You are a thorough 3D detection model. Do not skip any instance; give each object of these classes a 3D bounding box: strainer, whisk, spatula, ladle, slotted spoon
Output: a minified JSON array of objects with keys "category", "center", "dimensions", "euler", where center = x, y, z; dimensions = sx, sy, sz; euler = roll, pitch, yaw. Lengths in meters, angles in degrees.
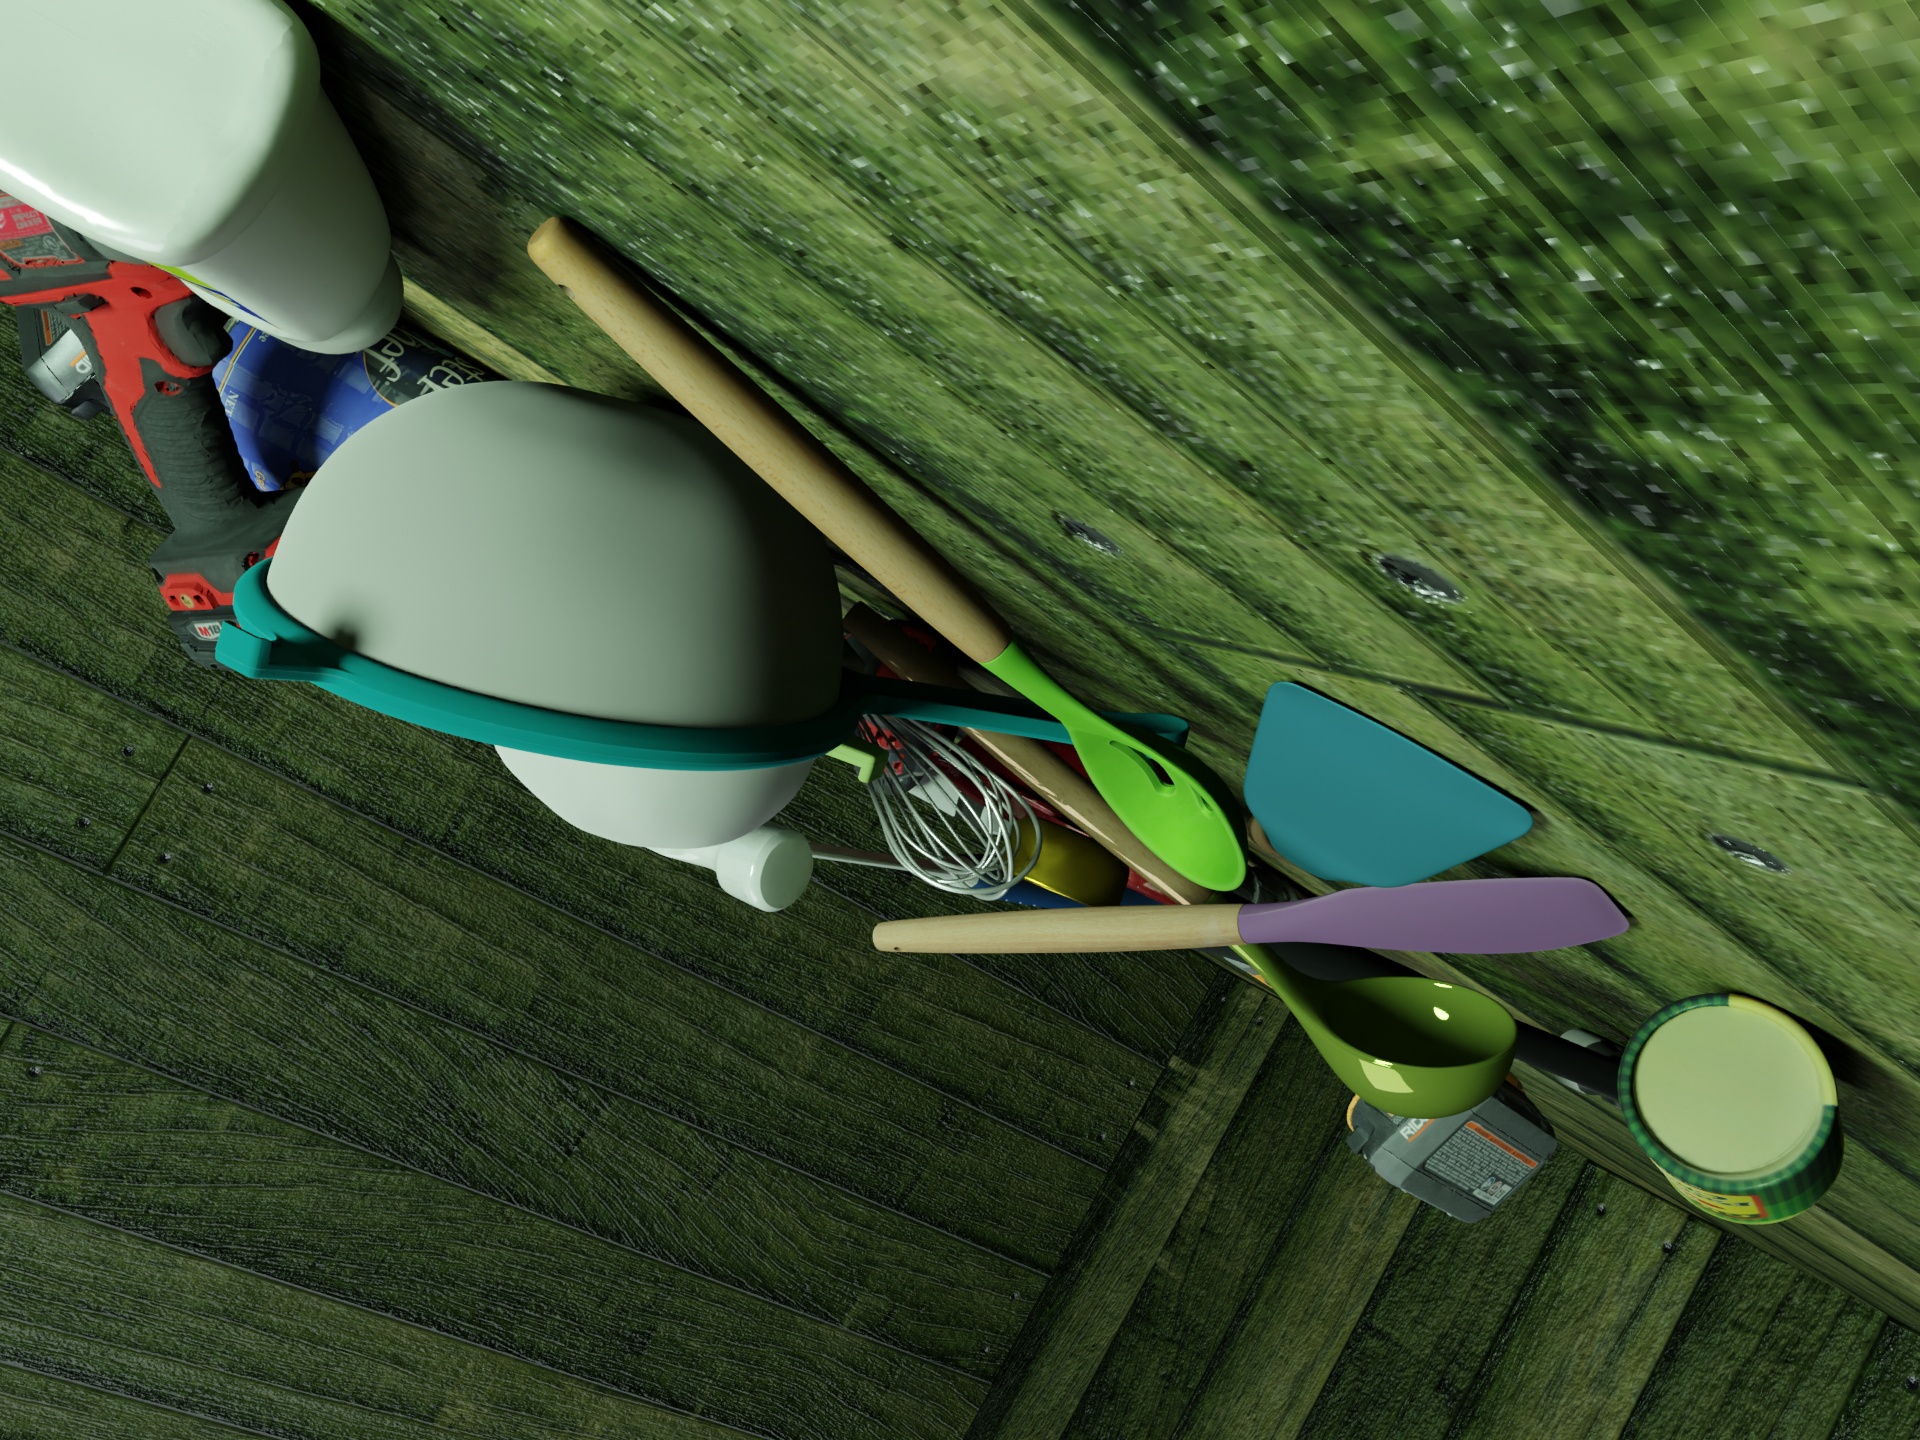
[{"category":"strainer","center":[-0.138,-0.008,0.649],"dimensions":[0.151,0.069,0.257],"euler":[9,-166,-23]},{"category":"whisk","center":[-0.047,-0.014,0.685],"dimensions":[0.247,0.059,0.057],"euler":[50,152,33]},{"category":"spatula","center":[0.088,0.079,0.603],"dimensions":[0.316,0.018,0.059],"euler":[-8,146,38]},{"category":"strainer","center":[-0.067,-0.053,0.559],"dimensions":[0.340,0.095,0.211],"euler":[10,-165,-16]},{"category":"ladle","center":[0.085,0.048,0.642],"dimensions":[0.320,0.062,0.078],"euler":[39,-156,3]},{"category":"slotted spoon","center":[-0.005,-0.038,0.484],"dimensions":[0.313,0.031,0.070],"euler":[40,166,-33]},{"category":"spatula","center":[0.131,0.034,0.599],"dimensions":[0.082,0.044,0.317],"euler":[29,180,7]}]

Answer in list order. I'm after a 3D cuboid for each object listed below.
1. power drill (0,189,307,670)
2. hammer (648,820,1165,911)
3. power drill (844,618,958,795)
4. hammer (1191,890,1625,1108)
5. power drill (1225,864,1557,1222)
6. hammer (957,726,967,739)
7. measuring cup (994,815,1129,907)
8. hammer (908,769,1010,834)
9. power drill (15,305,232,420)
[{"category":"power drill","center":[-0.296,-0.129,0.628],"dimensions":[0.143,0.079,0.219],"euler":[0,128,26]},{"category":"hammer","center":[-0.011,0.074,0.812],"dimensions":[0.144,0.035,0.405],"euler":[17,-179,38]},{"category":"power drill","center":[-0.106,-0.034,0.843],"dimensions":[0.227,0.080,0.187],"euler":[26,164,4]},{"category":"hammer","center":[0.241,0.142,0.750],"dimensions":[0.334,0.035,0.146],"euler":[23,179,-25]},{"category":"power drill","center":[0.215,0.165,0.913],"dimensions":[0.185,0.084,0.226],"euler":[35,-168,-41]},{"category":"hammer","center":[-0.001,-0.003,0.930],"dimensions":[0.331,0.033,0.128],"euler":[27,174,31]},{"category":"measuring cup","center":[0.072,0.074,0.720],"dimensions":[0.062,0.029,0.156],"euler":[19,176,38]},{"category":"hammer","center":[0.088,0.081,1.039],"dimensions":[0.336,0.034,0.127],"euler":[25,179,-42]},{"category":"power drill","center":[-0.379,-0.171,0.860],"dimensions":[0.226,0.084,0.164],"euler":[35,-159,-54]}]
